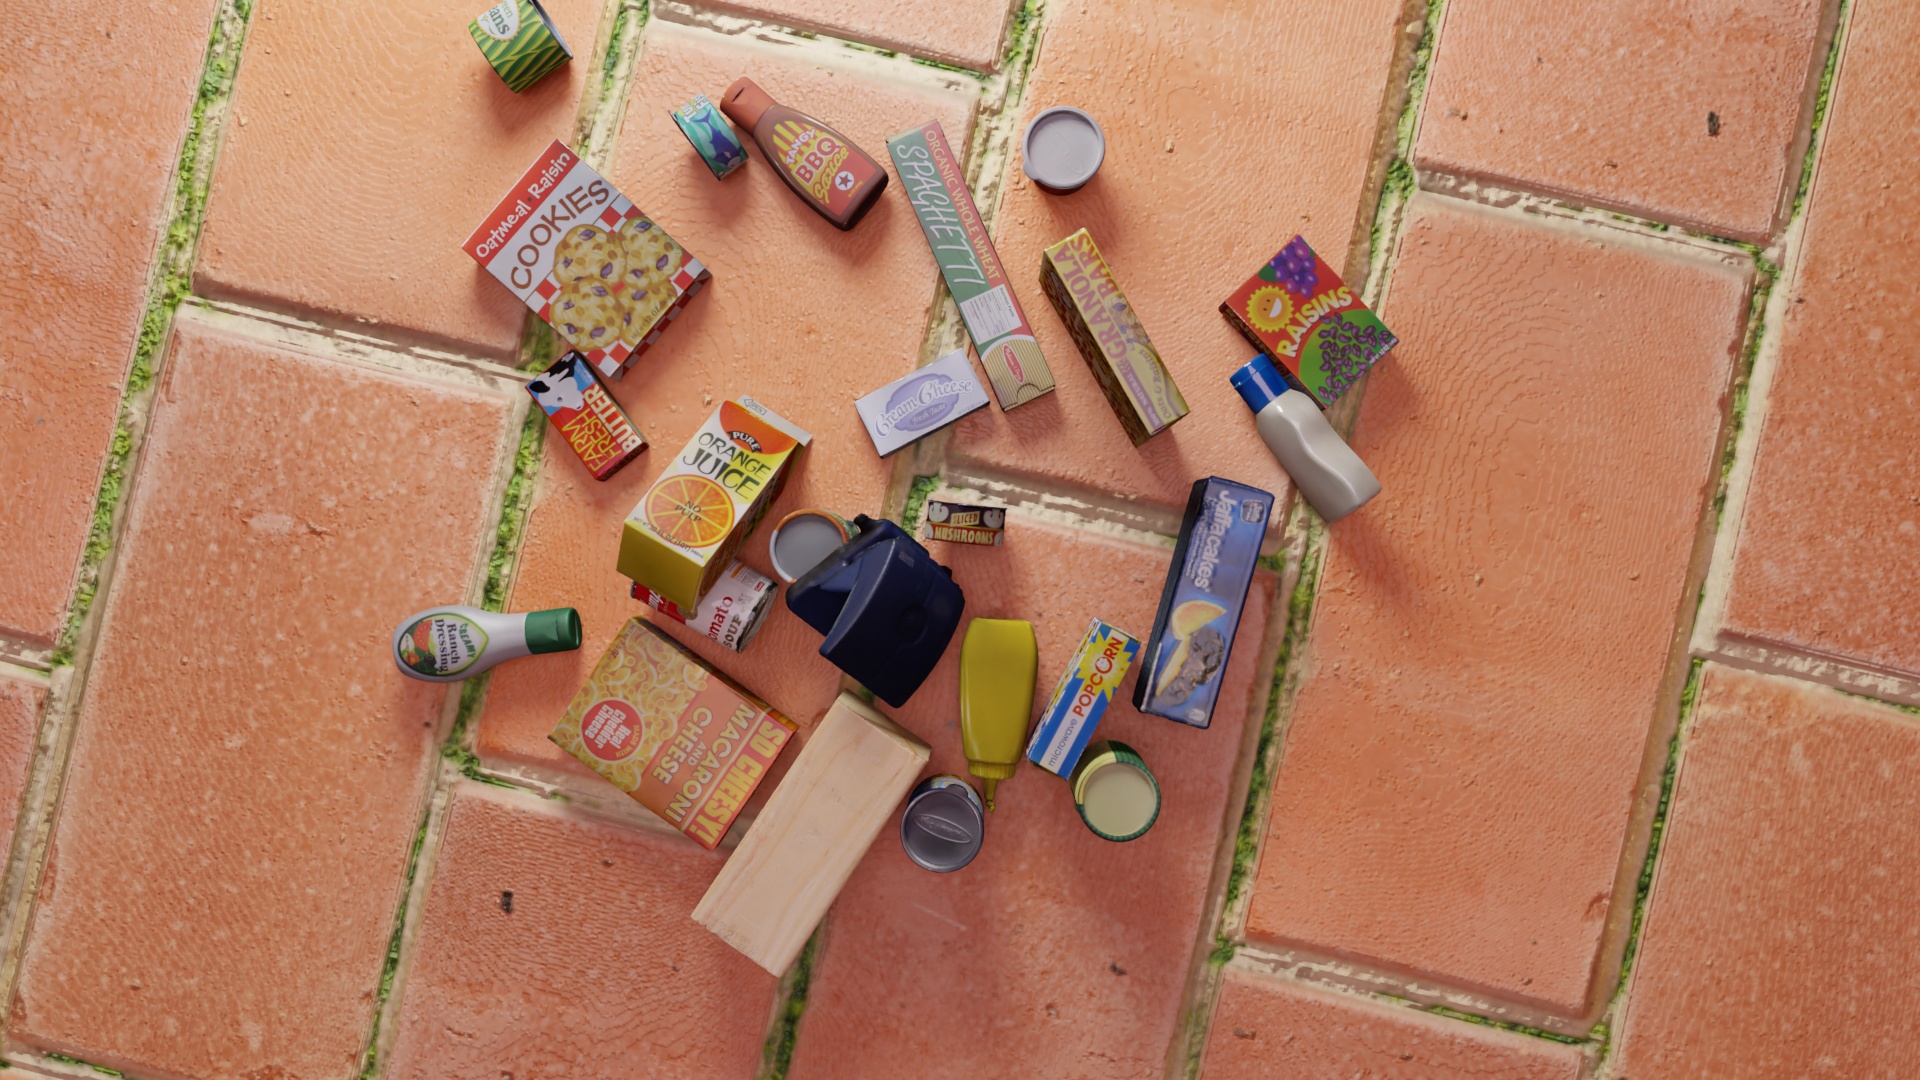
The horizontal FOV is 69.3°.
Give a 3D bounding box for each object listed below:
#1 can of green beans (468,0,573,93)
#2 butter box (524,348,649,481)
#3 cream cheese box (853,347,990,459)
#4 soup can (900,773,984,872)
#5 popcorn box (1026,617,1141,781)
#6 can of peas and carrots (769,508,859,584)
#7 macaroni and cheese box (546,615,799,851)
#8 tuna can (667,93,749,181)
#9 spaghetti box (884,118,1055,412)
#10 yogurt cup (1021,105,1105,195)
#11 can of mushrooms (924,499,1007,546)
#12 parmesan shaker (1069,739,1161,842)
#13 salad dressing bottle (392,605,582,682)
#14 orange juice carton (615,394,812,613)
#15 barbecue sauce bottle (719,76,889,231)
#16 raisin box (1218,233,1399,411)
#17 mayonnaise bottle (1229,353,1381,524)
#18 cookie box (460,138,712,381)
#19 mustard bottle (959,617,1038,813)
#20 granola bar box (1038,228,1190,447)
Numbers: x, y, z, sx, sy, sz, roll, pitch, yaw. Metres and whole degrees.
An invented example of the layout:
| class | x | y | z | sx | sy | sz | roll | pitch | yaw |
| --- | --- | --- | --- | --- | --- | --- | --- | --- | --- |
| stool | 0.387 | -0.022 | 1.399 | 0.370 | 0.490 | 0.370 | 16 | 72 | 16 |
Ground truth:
| class | x | y | z | sx | sy | sz | roll | pitch | yaw |
| --- | --- | --- | --- | --- | --- | --- | --- | --- | --- |
| can of green beans | -0.367 | -0.417 | 1.160 | 0.058 | 0.071 | 0.071 | -32 | 88 | 1 |
| butter box | -0.315 | -0.105 | 1.173 | 0.053 | 0.024 | 0.103 | -37 | 88 | 0 |
| cream cheese box | -0.033 | -0.115 | 1.167 | 0.104 | 0.024 | 0.053 | -27 | 87 | 1 |
| soup can | -0.012 | 0.225 | 1.129 | 0.071 | 0.084 | 0.071 | 0 | 89 | 1 |
| popcorn box | 0.098 | 0.127 | 1.128 | 0.038 | 0.085 | 0.126 | 29 | 90 | 3 |
| can of peas and carrots | -0.119 | 0.006 | 1.149 | 0.071 | 0.059 | 0.071 | 0 | 90 | 1 |
| macaroni and cheese box | -0.237 | 0.159 | 1.158 | 0.166 | 0.040 | 0.123 | 34 | 90 | 2 |
| tuna can | -0.209 | -0.337 | 1.153 | 0.033 | 0.071 | 0.071 | -37 | 88 | -1 |
| spaghetti box | 0.008 | -0.230 | 1.165 | 0.050 | 0.028 | 0.250 | -24 | 88 | 1 |
| yogurt cup | 0.084 | -0.319 | 1.153 | 0.072 | 0.054 | 0.072 | 0 | 89 | 1 |
| can of mushrooms | 0.004 | -0.014 | 1.140 | 0.071 | 0.071 | 0.033 | 7 | 91 | 2 |
| parmesan shaker | 0.122 | 0.203 | 1.117 | 0.071 | 0.103 | 0.071 | 0 | 90 | 1 |
| salad dressing bottle | -0.394 | 0.082 | 1.162 | 0.148 | 0.044 | 0.064 | -8 | 88 | 1 |
| orange juice carton | -0.193 | -0.042 | 1.120 | 0.072 | 0.072 | 0.194 | 29 | 51 | 1 |
| barbecue sauce bottle | -0.134 | -0.328 | 1.164 | 0.148 | 0.043 | 0.065 | 40 | 91 | 2 |
| raisin box | 0.288 | -0.180 | 1.153 | 0.086 | 0.040 | 0.123 | -43 | 89 | 1 |
| mayonnaise bottle | 0.280 | -0.085 | 1.141 | 0.041 | 0.064 | 0.148 | -34 | 84 | -20 |
| cookie box | -0.313 | -0.235 | 1.169 | 0.167 | 0.040 | 0.123 | 41 | 90 | 1 |
| mustard bottle | 0.028 | 0.144 | 1.147 | 0.065 | 0.049 | 0.160 | 5 | 90 | 4 |
| granola bar box | 0.121 | -0.159 | 1.113 | 0.039 | 0.124 | 0.165 | -30 | 89 | 1 |
